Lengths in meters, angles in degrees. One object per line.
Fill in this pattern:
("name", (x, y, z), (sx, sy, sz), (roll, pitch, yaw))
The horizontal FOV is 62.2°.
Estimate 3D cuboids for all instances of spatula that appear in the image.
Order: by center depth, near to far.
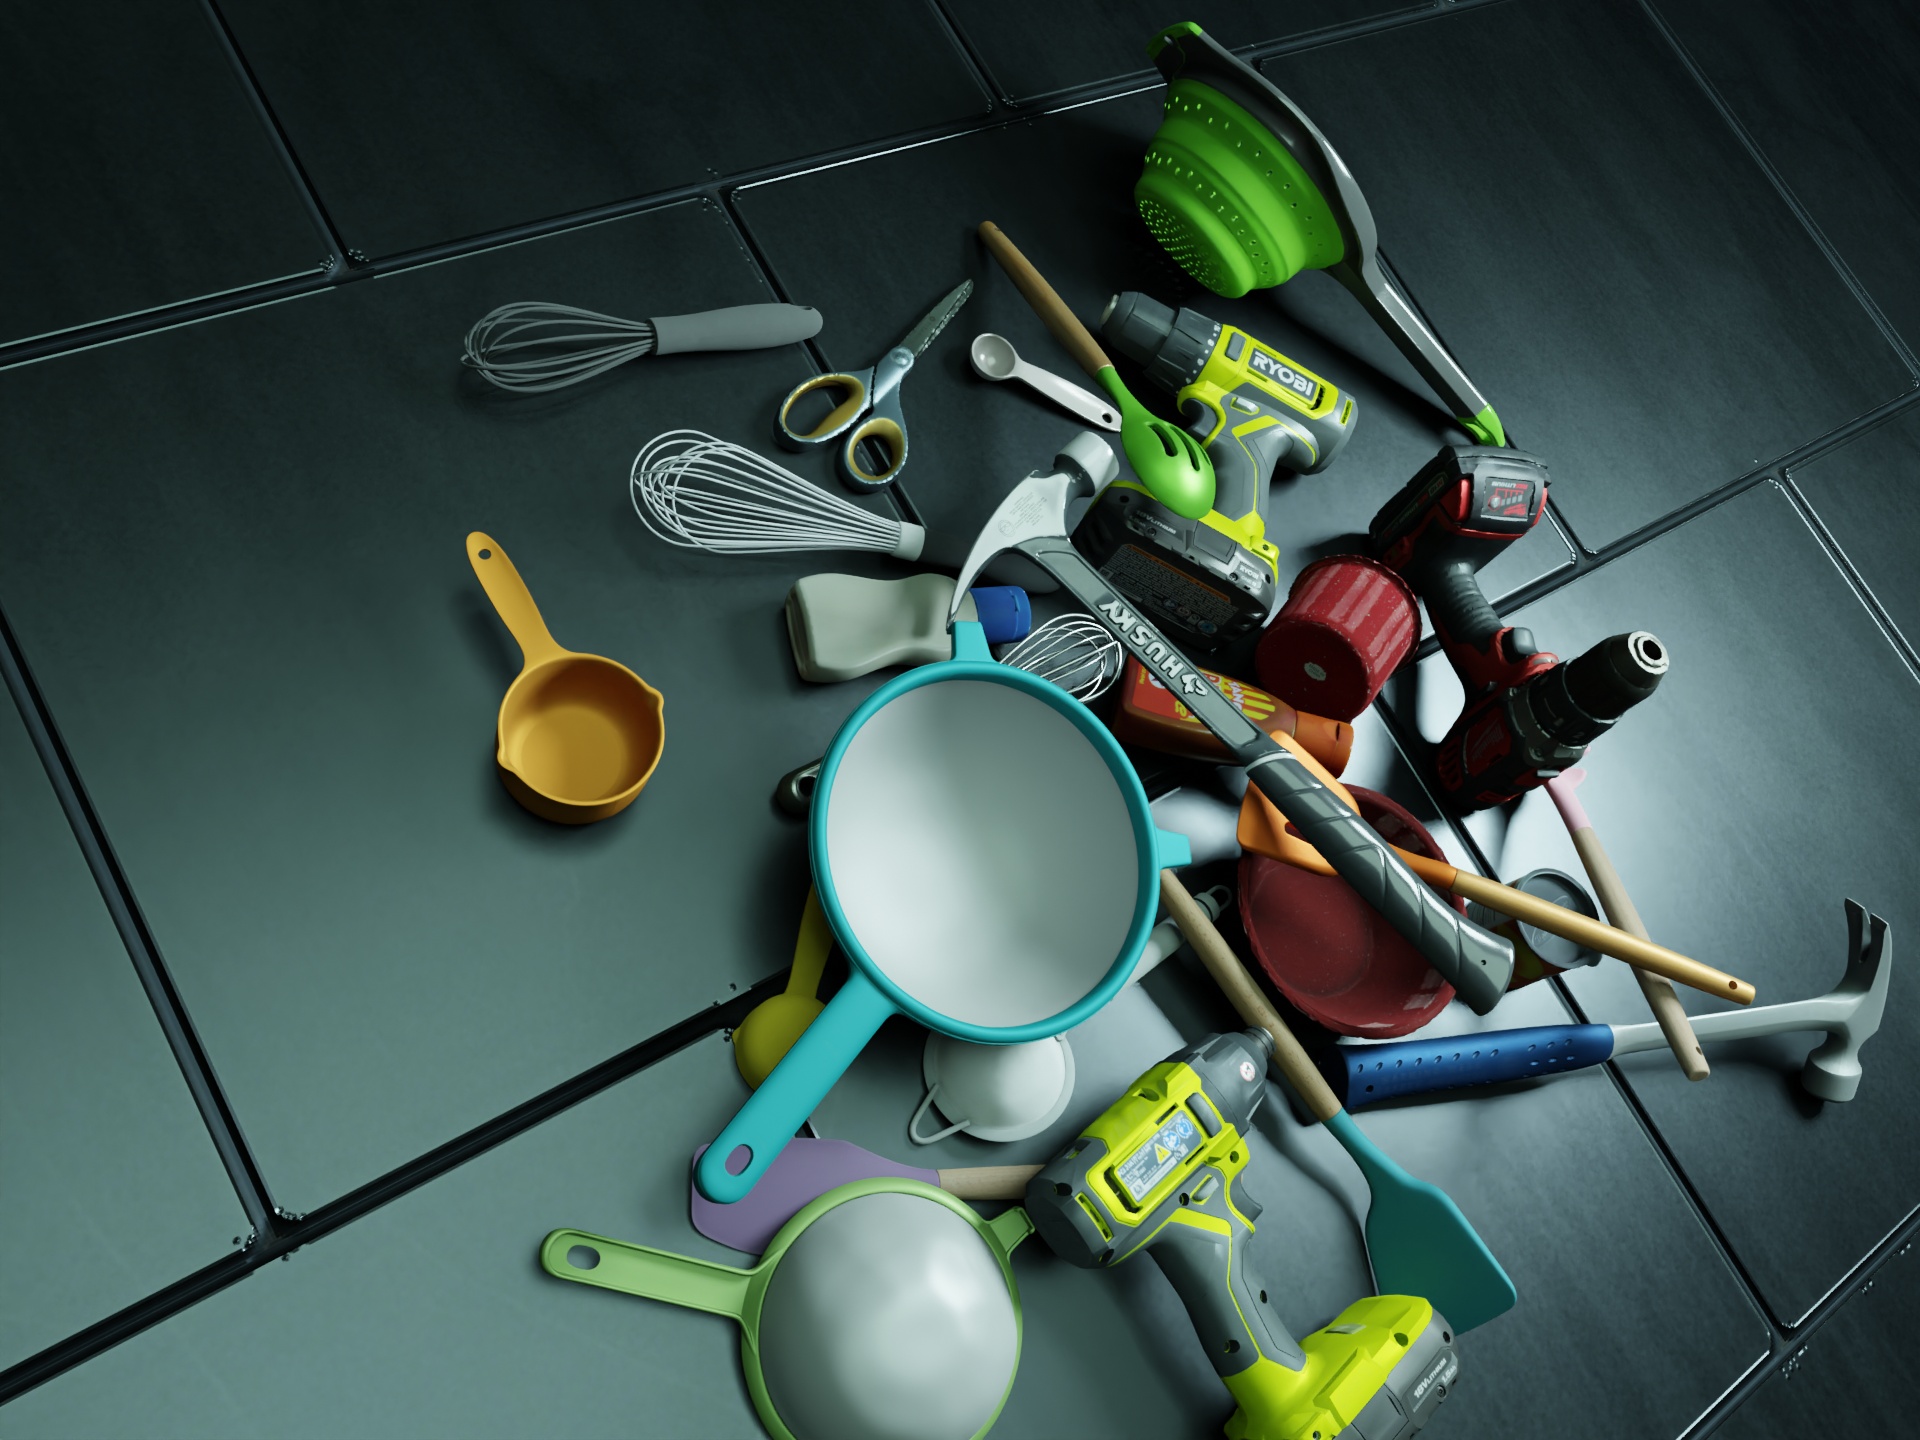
("spatula", (0.011, 0.255, 0.868), (0.315, 0.018, 0.060), (3, 74, -19))
("spatula", (0.199, 0.212, 0.925), (0.317, 0.082, 0.044), (54, 31, 4))
("spatula", (0.320, 0.102, 0.950), (0.322, 0.041, 0.081), (21, 68, 5))

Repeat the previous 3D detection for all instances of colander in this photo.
("colander", (0.248, -0.318, 1.161), (0.094, 0.205, 0.397), (-45, 106, 3))

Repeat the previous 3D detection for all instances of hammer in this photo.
("hammer", (0.164, 0.014, 0.932), (0.149, 0.036, 0.409), (-42, 82, -15))
("hammer", (0.418, 0.198, 1.008), (0.405, 0.035, 0.144), (-3, 114, -16))

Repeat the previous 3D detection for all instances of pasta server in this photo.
("pasta server", (0.417, 0.090, 1.027), (0.060, 0.040, 0.317), (20, 39, -25))

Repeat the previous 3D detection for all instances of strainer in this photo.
("strainer", (-0.078, 0.289, 0.779), (0.256, 0.069, 0.152), (19, 69, -15))
("strainer", (-0.037, 0.121, 0.860), (0.211, 0.095, 0.340), (45, 61, -8))
("strainer", (0.073, 0.160, 0.922), (0.258, 0.050, 0.087), (-31, 67, -32))

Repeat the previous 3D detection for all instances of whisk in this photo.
("whisk", (-0.002, -0.003, 0.959), (0.246, 0.059, 0.058), (-26, 91, -23))
("whisk", (-0.063, -0.119, 0.982), (0.284, 0.070, 0.070), (11, 64, -22))
("whisk", (-0.193, -0.239, 0.991), (0.239, 0.055, 0.055), (-14, 74, -30))

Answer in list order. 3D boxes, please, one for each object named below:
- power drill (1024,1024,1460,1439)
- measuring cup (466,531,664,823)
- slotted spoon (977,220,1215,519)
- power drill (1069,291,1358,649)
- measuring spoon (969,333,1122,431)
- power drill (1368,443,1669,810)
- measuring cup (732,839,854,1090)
("power drill", (0.160, 0.290, 0.862), (0.171, 0.080, 0.223), (-34, 88, -29))
("measuring cup", (-0.231, -0.022, 0.877), (0.095, 0.052, 0.174), (-25, 77, -28))
("slotted spoon", (0.081, -0.242, 1.043), (0.070, 0.031, 0.314), (3, 43, -38))
("power drill", (0.158, -0.180, 1.079), (0.190, 0.080, 0.229), (28, 58, -7))
("measuring spoon", (0.059, -0.228, 1.100), (0.124, 0.018, 0.034), (25, 63, -17))
("power drill", (0.366, -0.072, 1.051), (0.080, 0.187, 0.227), (2, 63, -21))
("measuring cup", (-0.080, 0.132, 0.879), (0.062, 0.029, 0.157), (19, 64, -12))
